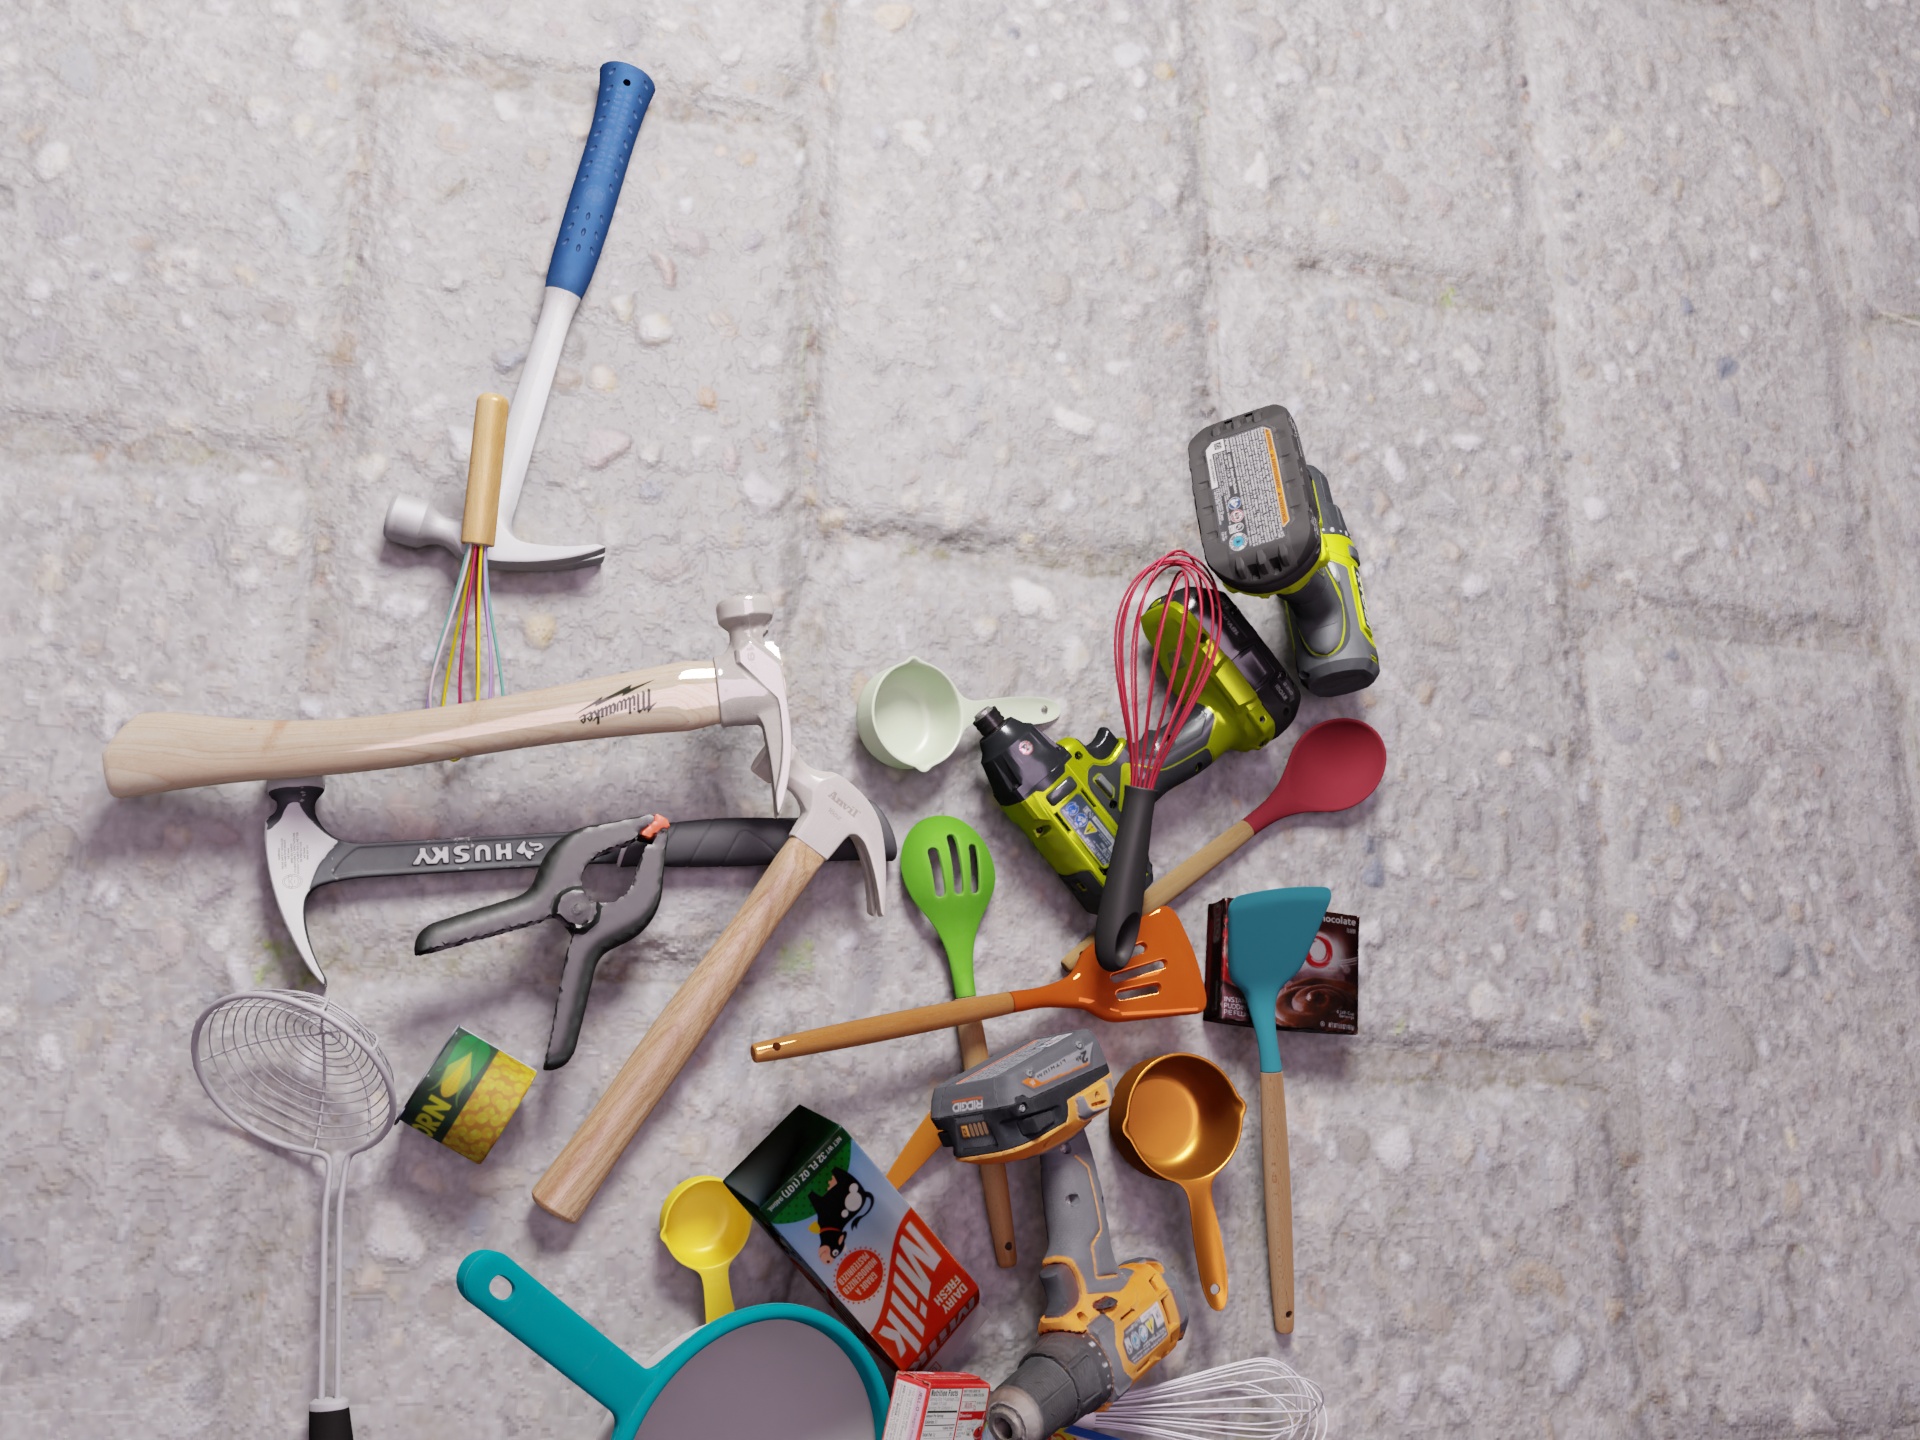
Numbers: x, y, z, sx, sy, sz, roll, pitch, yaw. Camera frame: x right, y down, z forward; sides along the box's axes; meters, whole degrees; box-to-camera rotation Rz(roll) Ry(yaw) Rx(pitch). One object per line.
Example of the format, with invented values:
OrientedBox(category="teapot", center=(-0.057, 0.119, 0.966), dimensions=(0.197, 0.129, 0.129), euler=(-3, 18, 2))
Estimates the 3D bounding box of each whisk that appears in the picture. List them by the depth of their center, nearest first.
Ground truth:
OrientedBox(category="whisk", center=(-0.318, -0.094, 1.050), dimensions=(0.051, 0.047, 0.245), euler=(6, 88, -13))
OrientedBox(category="whisk", center=(0.111, 0.461, 1.065), dimensions=(0.284, 0.070, 0.070), euler=(4, 75, -11))
OrientedBox(category="whisk", center=(0.128, 0.027, 1.100), dimensions=(0.073, 0.073, 0.296), euler=(10, 89, -15))

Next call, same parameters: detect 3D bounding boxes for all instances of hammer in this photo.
OrientedBox(category="hammer", center=(-0.312, 0.015, 0.999), dimensions=(0.410, 0.038, 0.146), euler=(-8, 80, -11))
OrientedBox(category="hammer", center=(-0.164, 0.178, 1.041), dimensions=(0.130, 0.031, 0.331), euler=(38, 76, -14))
OrientedBox(category="hammer", center=(-0.241, 0.089, 1.058), dimensions=(0.408, 0.036, 0.149), euler=(-1, 78, -18))
OrientedBox(category="hammer", center=(-0.283, -0.294, 1.142), dimensions=(0.144, 0.035, 0.406), euler=(15, 72, -13))

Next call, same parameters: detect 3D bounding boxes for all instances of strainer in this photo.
OrientedBox(category="strainer", center=(-0.183, 0.407, 0.925), dimensions=(0.340, 0.095, 0.211), euler=(51, 55, -24))

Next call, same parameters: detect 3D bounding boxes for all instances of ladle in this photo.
OrientedBox(category="ladle", center=(0.199, 0.096, 1.197), dimensions=(0.315, 0.031, 0.069), euler=(-33, 85, -20))

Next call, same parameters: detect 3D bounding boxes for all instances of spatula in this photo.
OrientedBox(category="spatula", center=(0.015, 0.192, 1.078), dimensions=(0.322, 0.041, 0.081), euler=(-7, 66, -25))
OrientedBox(category="spatula", center=(0.225, 0.275, 1.122), dimensions=(0.082, 0.044, 0.317), euler=(-3, 89, -21))

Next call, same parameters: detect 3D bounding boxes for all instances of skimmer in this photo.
OrientedBox(category="skimmer", center=(-0.385, 0.339, 0.920), dimensions=(0.127, 0.090, 0.363), euler=(-7, 79, 14))

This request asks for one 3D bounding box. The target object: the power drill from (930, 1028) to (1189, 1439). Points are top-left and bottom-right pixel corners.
OrientedBox(category="power drill", center=(0.055, 0.333, 1.024), dimensions=(0.185, 0.084, 0.226), euler=(-14, 85, -52))

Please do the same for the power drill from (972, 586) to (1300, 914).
OrientedBox(category="power drill", center=(0.127, 0.009, 1.165), dimensions=(0.223, 0.080, 0.171), euler=(-41, 98, -20))

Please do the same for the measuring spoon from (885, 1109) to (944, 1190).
OrientedBox(category="measuring spoon", center=(-0.023, 0.285, 1.076), dimensions=(0.021, 0.011, 0.117), euler=(40, 80, 4))

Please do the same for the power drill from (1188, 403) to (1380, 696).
OrientedBox(category="power drill", center=(0.247, -0.139, 1.187), dimensions=(0.080, 0.228, 0.191), euler=(-16, 66, 23))

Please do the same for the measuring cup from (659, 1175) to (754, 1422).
OrientedBox(category="measuring cup", center=(-0.159, 0.370, 1.022), dimensions=(0.062, 0.029, 0.156), euler=(-8, 91, -24))

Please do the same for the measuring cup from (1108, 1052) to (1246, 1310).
OrientedBox(category="measuring cup", center=(0.155, 0.321, 1.114), dimensions=(0.095, 0.052, 0.174), euler=(-6, 80, -19))

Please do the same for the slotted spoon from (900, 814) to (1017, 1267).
OrientedBox(category="slotted spoon", center=(0.010, 0.218, 1.108), dimensions=(0.070, 0.031, 0.314), euler=(-5, 79, -21))

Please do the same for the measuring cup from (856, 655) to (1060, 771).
OrientedBox(category="measuring cup", center=(-0.002, -0.004, 1.161), dimensions=(0.167, 0.038, 0.083), euler=(-2, 83, -35))
